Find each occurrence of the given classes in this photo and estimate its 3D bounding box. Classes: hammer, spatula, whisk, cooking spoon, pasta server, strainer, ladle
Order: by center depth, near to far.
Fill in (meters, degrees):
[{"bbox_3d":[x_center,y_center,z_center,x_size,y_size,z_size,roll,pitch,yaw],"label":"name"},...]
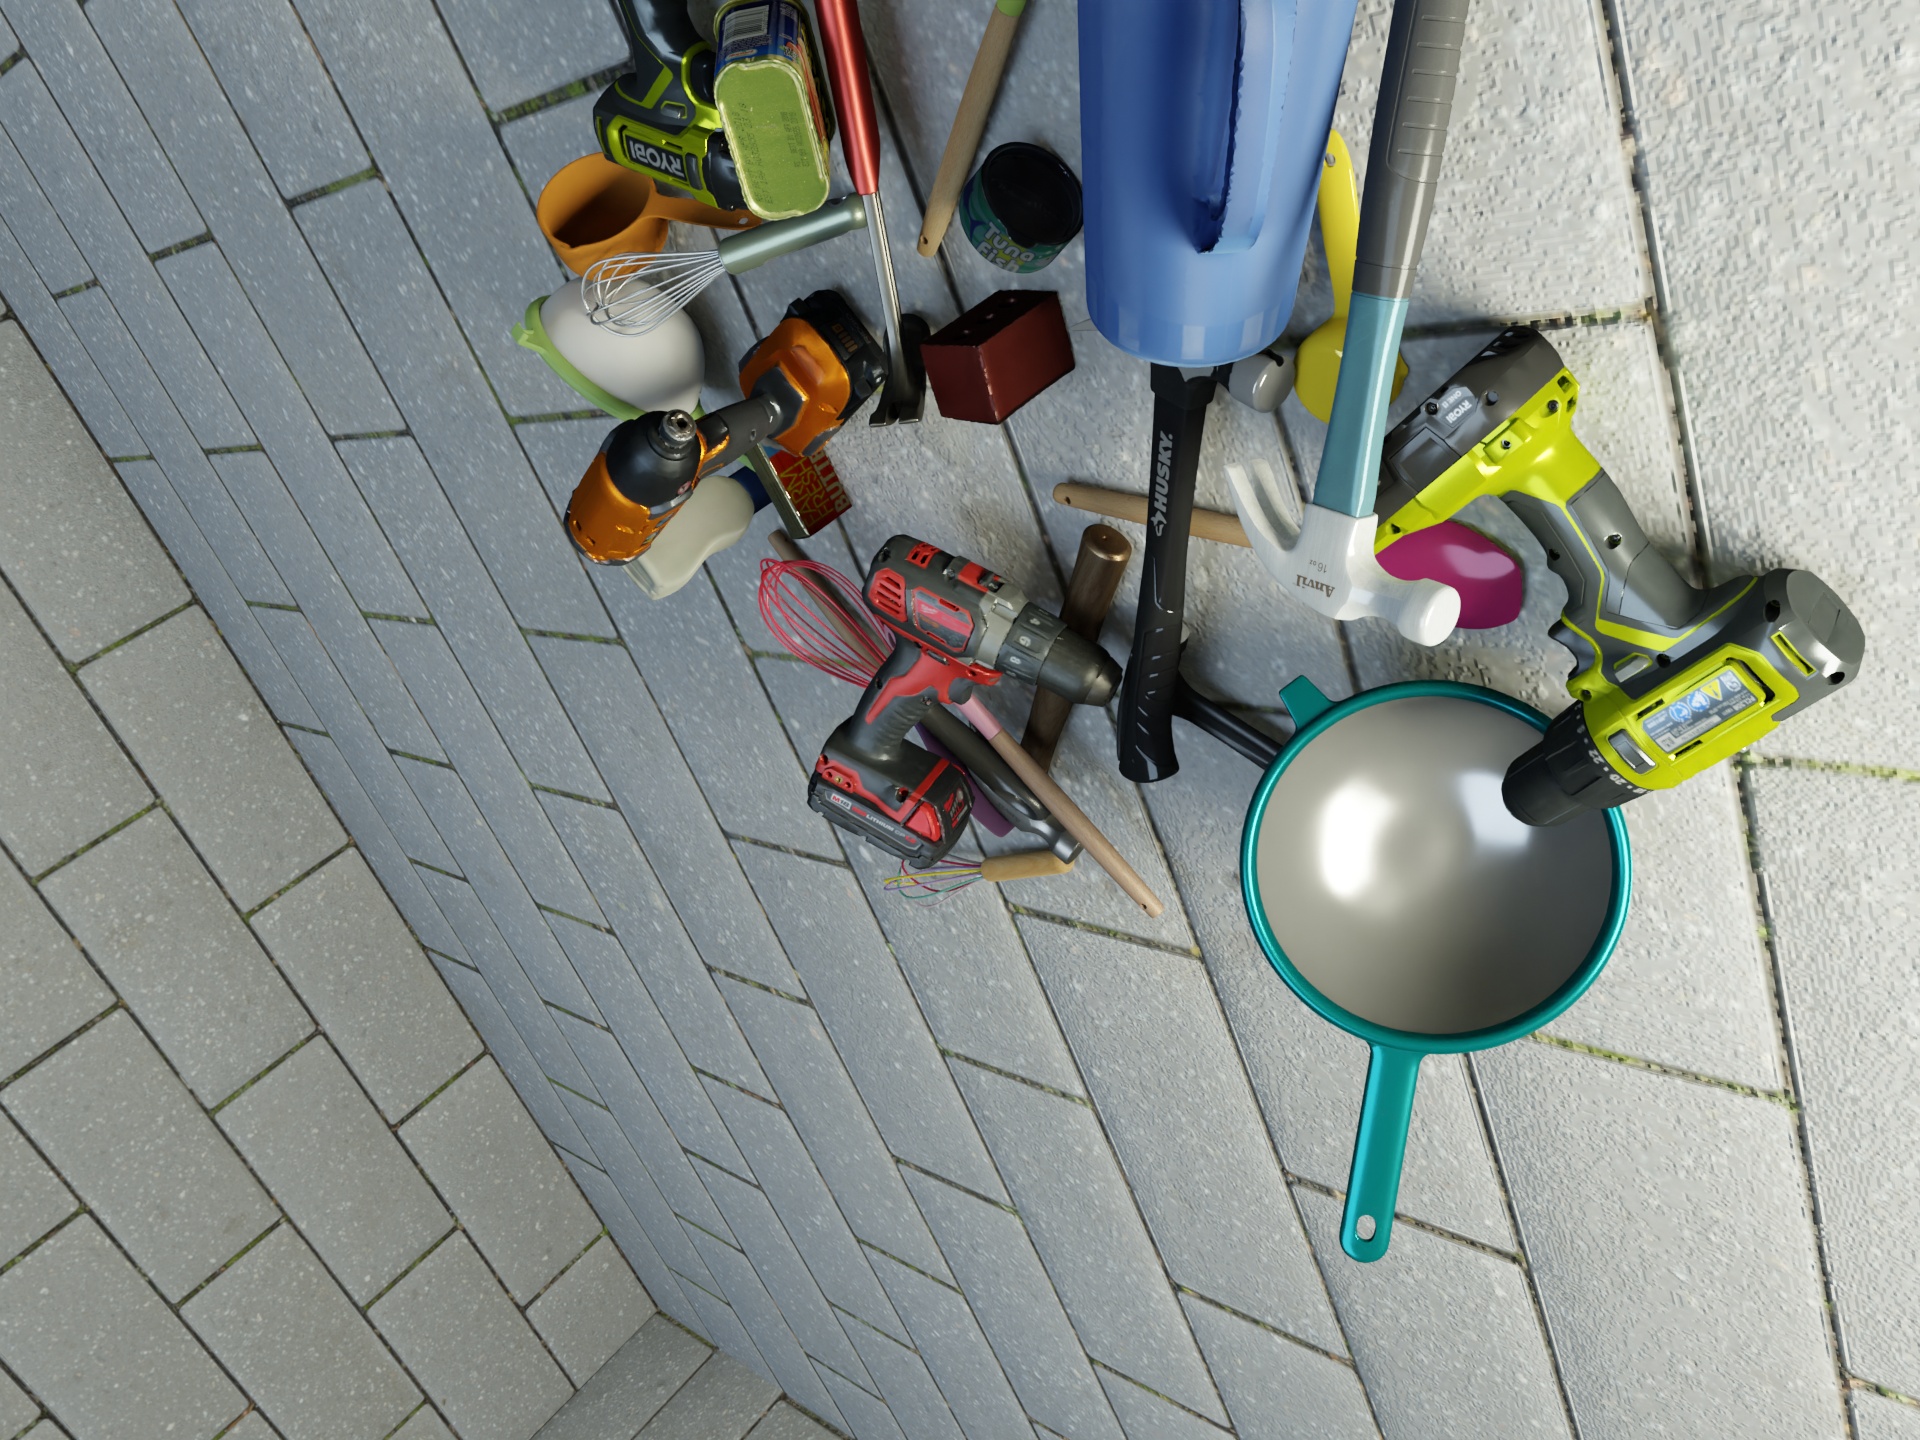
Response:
[{"bbox_3d":[0.194,-0.207,0.721,0.128,0.033,0.330,27,121,42],"label":"hammer"},{"bbox_3d":[0.011,-0.362,0.867,0.078,0.062,0.320,44,150,8],"label":"ladle"},{"bbox_3d":[-0.063,-0.356,0.919,0.036,0.149,0.358,-7,121,6],"label":"hammer"},{"bbox_3d":[0.264,0.142,0.935,0.211,0.095,0.340,9,98,14],"label":"strainer"},{"bbox_3d":[0.182,-0.109,0.953,0.319,0.017,0.068,19,136,38],"label":"cooking spoon"},{"bbox_3d":[0.121,-0.095,0.975,0.146,0.035,0.334,39,143,38],"label":"hammer"},{"bbox_3d":[0.245,0.058,1.036,0.337,0.034,0.127,34,144,23],"label":"hammer"},{"bbox_3d":[-0.163,-0.312,1.081,0.246,0.058,0.059,-9,125,30],"label":"whisk"},{"bbox_3d":[0.069,-0.023,1.170,0.130,0.031,0.331,38,146,17],"label":"hammer"},{"bbox_3d":[0.049,0.025,1.191,0.316,0.040,0.060,48,147,-6],"label":"pasta server"},{"bbox_3d":[-0.204,-0.261,1.212,0.256,0.152,0.069,35,116,-11],"label":"strainer"},{"bbox_3d":[-0.044,-0.023,1.222,0.296,0.073,0.073,41,148,0],"label":"whisk"},{"bbox_3d":[-0.059,-0.031,1.309,0.018,0.060,0.316,-40,86,27],"label":"spatula"},{"bbox_3d":[0.015,0.131,1.394,0.047,0.051,0.245,40,149,-26],"label":"whisk"}]

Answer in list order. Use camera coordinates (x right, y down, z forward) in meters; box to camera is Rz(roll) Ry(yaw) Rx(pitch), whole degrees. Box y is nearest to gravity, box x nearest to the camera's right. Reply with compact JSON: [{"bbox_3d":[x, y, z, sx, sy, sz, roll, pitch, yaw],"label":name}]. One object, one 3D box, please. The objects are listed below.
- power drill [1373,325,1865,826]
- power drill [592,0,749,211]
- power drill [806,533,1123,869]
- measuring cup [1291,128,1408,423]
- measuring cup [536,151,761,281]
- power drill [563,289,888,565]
[{"bbox_3d":[0.293,-0.061,0.792,0.228,0.080,0.190,48,137,3],"label":"power drill"},{"bbox_3d":[-0.168,-0.434,0.994,0.171,0.080,0.223,27,145,25],"label":"power drill"},{"bbox_3d":[-0.002,-0.004,1.129,0.188,0.080,0.226,28,125,8],"label":"power drill"},{"bbox_3d":[0.191,-0.221,0.815,0.062,0.029,0.156,18,138,39],"label":"measuring cup"},{"bbox_3d":[-0.217,-0.355,1.147,0.173,0.095,0.052,12,159,14],"label":"measuring cup"},{"bbox_3d":[-0.154,-0.201,1.069,0.084,0.226,0.164,52,148,-4],"label":"power drill"}]
